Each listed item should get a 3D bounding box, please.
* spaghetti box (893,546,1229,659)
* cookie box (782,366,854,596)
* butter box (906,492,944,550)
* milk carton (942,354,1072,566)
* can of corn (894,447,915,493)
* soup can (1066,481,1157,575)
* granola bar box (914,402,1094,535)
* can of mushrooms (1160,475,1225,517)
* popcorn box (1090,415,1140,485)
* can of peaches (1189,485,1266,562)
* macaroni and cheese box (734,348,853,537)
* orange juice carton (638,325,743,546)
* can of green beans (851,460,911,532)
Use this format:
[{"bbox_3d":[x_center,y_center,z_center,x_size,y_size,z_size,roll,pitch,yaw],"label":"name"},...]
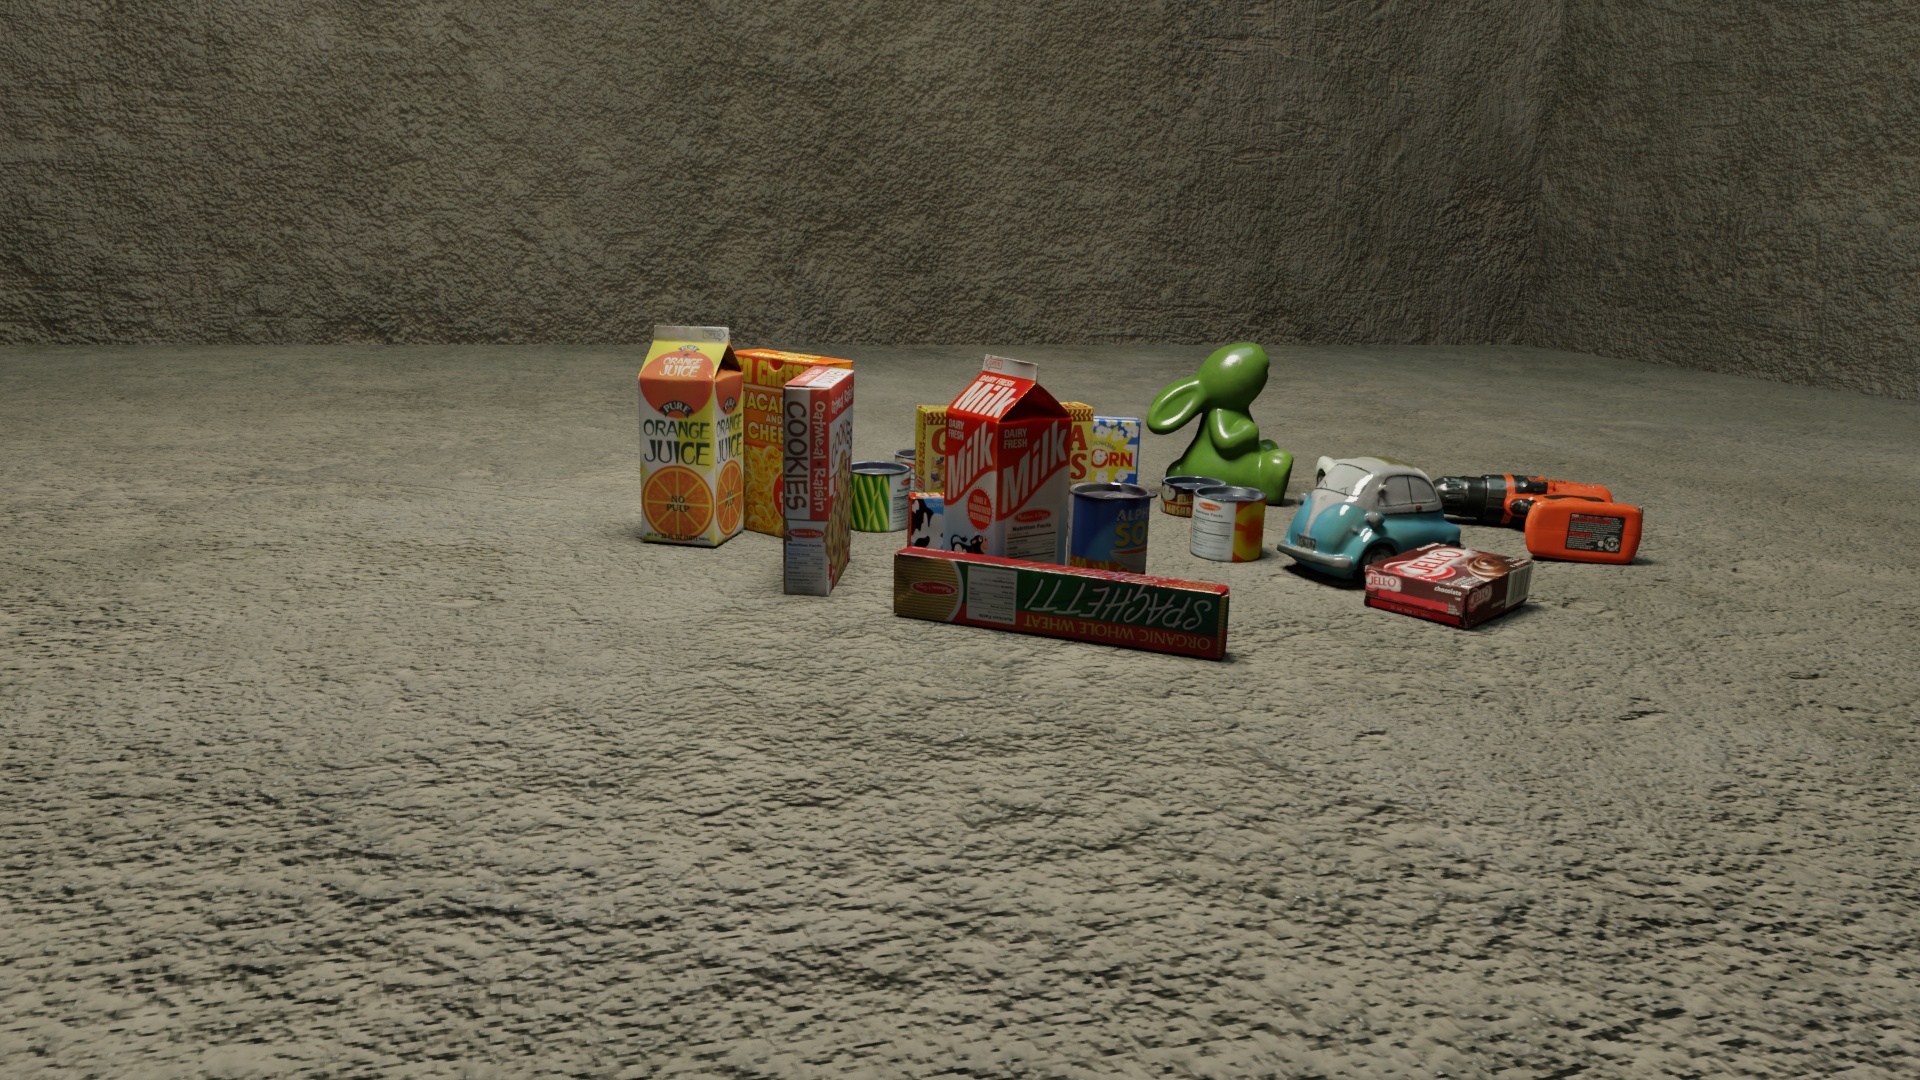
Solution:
[{"bbox_3d":[0.071,0.044,1.008,0.250,0.050,0.029,7,14,20],"label":"spaghetti box"},{"bbox_3d":[-0.116,-0.052,1.132,0.040,0.167,0.123,3,13,3],"label":"cookie box"},{"bbox_3d":[0.004,-0.016,1.243,0.104,0.053,0.024,-1,13,-12],"label":"butter box"},{"bbox_3d":[0.035,-0.046,1.076,0.073,0.190,0.072,-7,15,-34],"label":"milk carton"},{"bbox_3d":[-0.033,-0.061,1.418,0.071,0.058,0.071,2,13,0],"label":"can of corn"},{"bbox_3d":[0.122,-0.001,1.129,0.071,0.083,0.071,2,13,0],"label":"soup can"},{"bbox_3d":[0.040,-0.065,1.303,0.166,0.124,0.039,-3,14,-20],"label":"granola bar box"},{"bbox_3d":[0.241,-0.045,1.442,0.071,0.033,0.071,2,13,0],"label":"can of mushrooms"},{"bbox_3d":[0.132,-0.094,1.520,0.127,0.085,0.038,2,13,2],"label":"popcorn box"},{"bbox_3d":[0.245,-0.016,1.265,0.071,0.058,0.071,2,13,0],"label":"can of peaches"},{"bbox_3d":[-0.157,-0.087,1.276,0.124,0.166,0.040,12,16,37],"label":"macaroni and cheese box"},{"bbox_3d":[-0.241,-0.096,1.247,0.072,0.192,0.073,4,13,11],"label":"orange juice carton"},{"bbox_3d":[-0.081,-0.043,1.335,0.071,0.057,0.071,2,13,0],"label":"can of green beans"}]
